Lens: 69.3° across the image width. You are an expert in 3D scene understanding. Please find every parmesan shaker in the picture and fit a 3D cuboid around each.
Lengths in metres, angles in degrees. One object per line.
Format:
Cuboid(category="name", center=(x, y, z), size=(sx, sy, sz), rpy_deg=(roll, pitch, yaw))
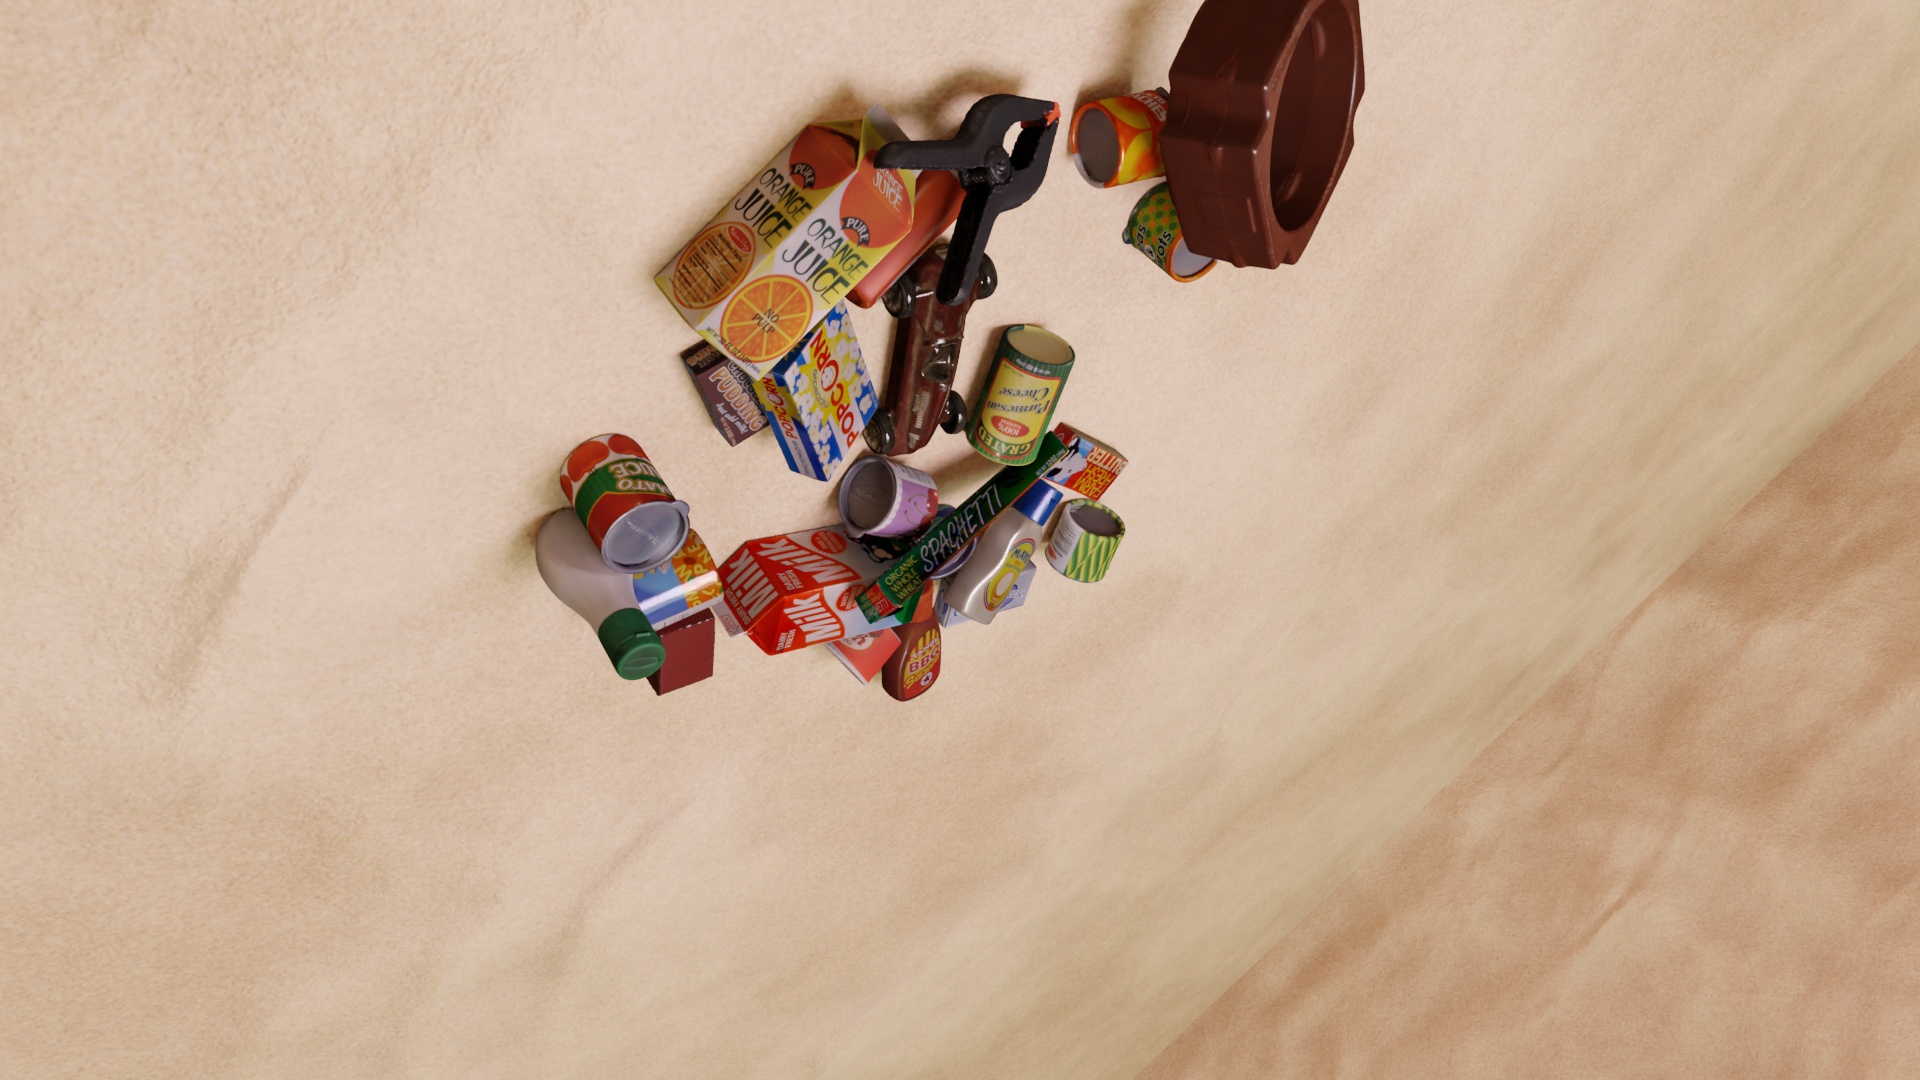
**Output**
Cuboid(category="parmesan shaker", center=(0.048, -0.125, 1.188), size=(0.071, 0.071, 0.102), rpy_deg=(-9, 134, -37))

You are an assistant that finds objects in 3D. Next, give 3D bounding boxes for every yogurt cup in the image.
Cuboid(category="yogurt cup", center=(-0.093, 0.094, 1.298), size=(0.054, 0.072, 0.072), rpy_deg=(-44, 146, -9))

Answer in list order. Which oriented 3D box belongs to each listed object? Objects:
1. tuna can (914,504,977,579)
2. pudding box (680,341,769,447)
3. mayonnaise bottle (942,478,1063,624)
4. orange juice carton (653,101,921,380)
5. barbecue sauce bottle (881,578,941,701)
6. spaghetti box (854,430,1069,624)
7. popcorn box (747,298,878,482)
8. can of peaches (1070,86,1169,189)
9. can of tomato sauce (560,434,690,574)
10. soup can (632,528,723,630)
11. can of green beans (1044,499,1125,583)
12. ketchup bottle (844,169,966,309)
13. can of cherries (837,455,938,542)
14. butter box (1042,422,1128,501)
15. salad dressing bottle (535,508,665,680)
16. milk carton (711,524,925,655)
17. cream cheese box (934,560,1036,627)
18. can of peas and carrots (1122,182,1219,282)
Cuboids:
Cuboid(category="tuna can", center=(-0.022, 0.002, 1.288), size=(0.071, 0.033, 0.070), rpy_deg=(-25, 142, -21))
Cuboid(category="pudding box", center=(-0.167, -0.114, 1.028), size=(0.050, 0.030, 0.083), rpy_deg=(-33, 145, -12))
Cuboid(category="mayonnaise bottle", center=(0.044, 0.008, 1.327), size=(0.148, 0.041, 0.064), rpy_deg=(-57, 147, 3))
Cuboid(category="orange juice carton", center=(-0.107, -0.209, 0.942), size=(0.192, 0.073, 0.071), rpy_deg=(-44, 143, 4))
Cuboid(category="barbecue sauce bottle", center=(-0.047, 0.091, 1.353), size=(0.065, 0.044, 0.147), rpy_deg=(-35, 147, -32))
Cuboid(category="spaghetti box", center=(0.004, -0.015, 1.209), size=(0.251, 0.028, 0.050), rpy_deg=(-42, -176, -35))
Cuboid(category="popcorn box", center=(-0.109, -0.116, 1.043), size=(0.085, 0.038, 0.126), rpy_deg=(-59, 153, -27))
Cuboid(category="can of peaches", center=(0.125, -0.307, 1.057), size=(0.058, 0.071, 0.070), rpy_deg=(-19, 140, -26))
Cuboid(category="can of tomato sauce", center=(-0.242, -0.029, 1.005), size=(0.071, 0.083, 0.070), rpy_deg=(-25, 142, -21))
Cuboid(category="soup can", center=(-0.239, 0.032, 1.093), size=(0.084, 0.071, 0.071), rpy_deg=(-25, 142, -22))
Cuboid(category="can of green beans", center=(0.126, 0.000, 1.395), size=(0.071, 0.071, 0.057), rpy_deg=(-8, 133, -38))
Cuboid(category="ketchup bottle", center=(-0.033, -0.233, 1.000), size=(0.149, 0.065, 0.043), rpy_deg=(-47, 112, -6))
Cuboid(category="can of cherries", center=(-0.062, -0.032, 1.183), size=(0.058, 0.072, 0.071), rpy_deg=(15, 118, -51))
Cuboid(category="butter box", center=(0.116, -0.075, 1.341), size=(0.053, 0.024, 0.103), rpy_deg=(-52, 144, 15))
Cuboid(category="salad dressing bottle", center=(-0.260, 0.038, 1.005), size=(0.064, 0.148, 0.043), rpy_deg=(-6, 133, -39))
Cuboid(category="milk carton", center=(-0.127, 0.041, 1.198), size=(0.191, 0.072, 0.073), rpy_deg=(-11, 136, -35))
Cuboid(category="cream cheese box", center=(0.025, 0.051, 1.394), size=(0.104, 0.024, 0.053), rpy_deg=(-14, 136, -33))
Cuboid(category="can of peas and carrots", center=(0.182, -0.258, 1.170), size=(0.071, 0.059, 0.070), rpy_deg=(-25, 142, -21))
